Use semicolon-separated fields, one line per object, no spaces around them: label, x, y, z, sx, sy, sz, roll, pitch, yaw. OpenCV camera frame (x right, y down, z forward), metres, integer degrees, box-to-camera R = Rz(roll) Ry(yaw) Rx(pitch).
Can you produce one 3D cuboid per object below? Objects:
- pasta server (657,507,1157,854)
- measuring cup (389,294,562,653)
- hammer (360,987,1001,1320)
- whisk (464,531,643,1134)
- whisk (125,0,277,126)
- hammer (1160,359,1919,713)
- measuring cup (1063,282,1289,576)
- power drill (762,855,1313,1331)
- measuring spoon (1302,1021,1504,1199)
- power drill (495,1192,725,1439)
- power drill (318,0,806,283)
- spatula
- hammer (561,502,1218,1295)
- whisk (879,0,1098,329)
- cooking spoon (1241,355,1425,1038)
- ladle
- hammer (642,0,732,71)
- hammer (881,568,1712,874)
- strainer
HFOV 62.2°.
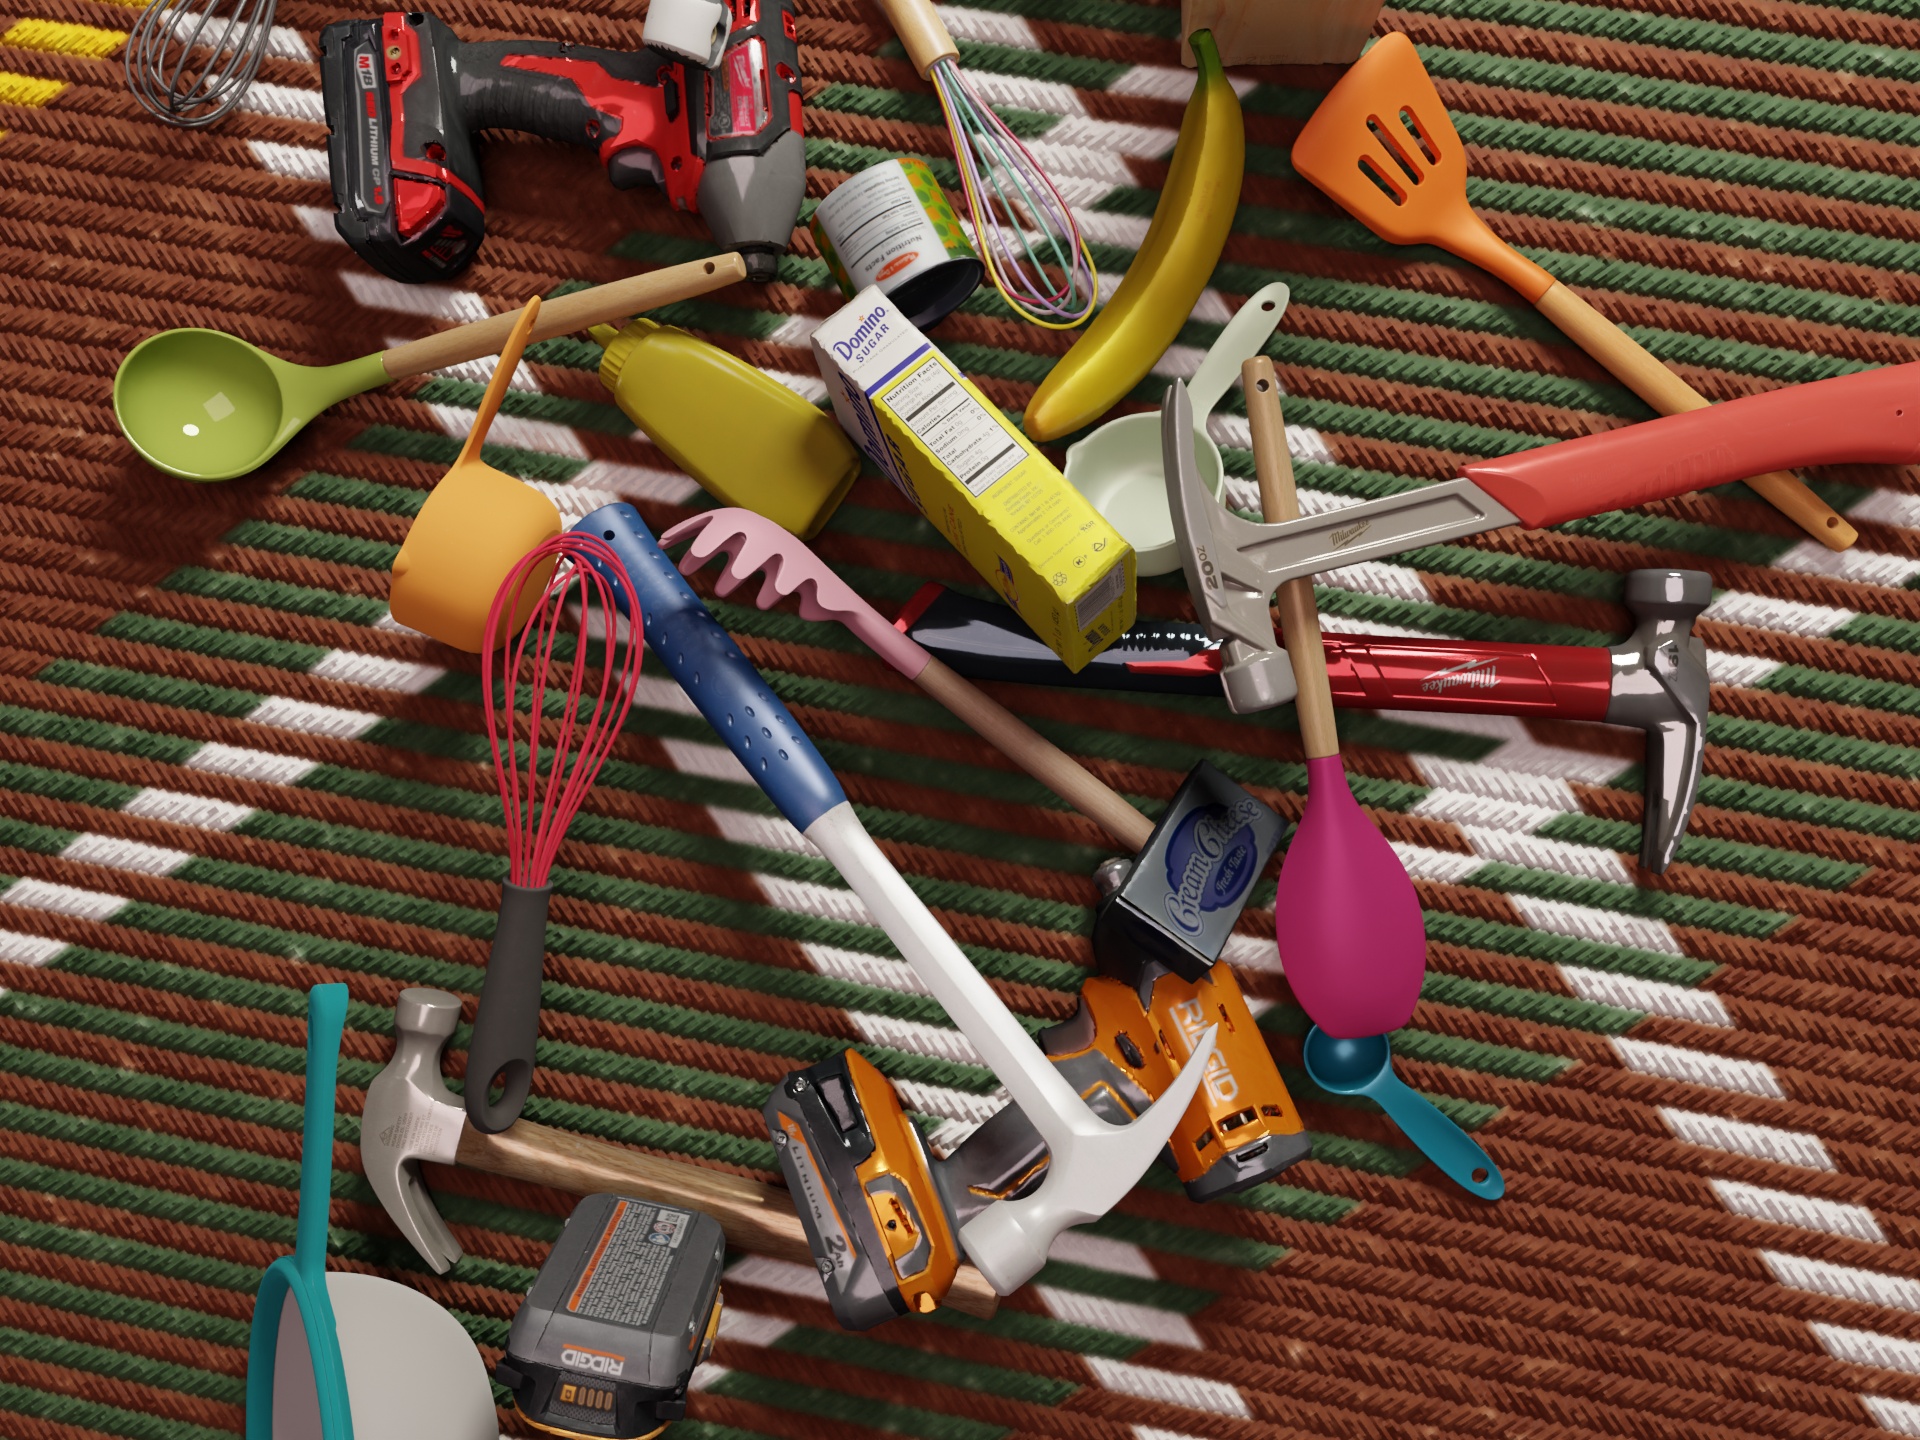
pasta server;-0.001;-0.002;0.747;0.316;0.060;0.040;37;78;-11
measuring cup;-0.211;-0.111;0.752;0.052;0.095;0.173;27;110;-3
hammer;-0.139;0.239;0.793;0.331;0.031;0.130;15;92;4
whisk;-0.200;0.057;0.744;0.073;0.073;0.295;12;101;4
whisk;-0.341;-0.404;0.792;0.055;0.055;0.239;29;88;3
hammer;0.272;-0.117;0.713;0.359;0.037;0.149;-14;93;-4
measuring cup;0.114;-0.140;0.766;0.083;0.038;0.167;28;74;25
power drill;0.028;0.171;0.746;0.226;0.084;0.164;-22;73;-3
measuring spoon;0.216;0.187;0.774;0.128;0.021;0.042;43;93;-6
power drill;-0.171;0.353;0.706;0.084;0.185;0.226;12;101;0
power drill;-0.184;-0.276;0.768;0.219;0.078;0.143;-5;91;2
spatula;0.296;-0.188;0.746;0.322;0.041;0.081;40;89;2
hammer;-0.051;0.050;0.732;0.144;0.035;0.406;-37;73;-11
whisk;-0.002;-0.297;0.768;0.047;0.051;0.245;-28;86;8
cooking spoon;0.162;-0.009;0.733;0.069;0.017;0.319;-10;93;2
ladle;-0.257;-0.180;0.762;0.320;0.062;0.078;-12;86;13
hammer;-0.268;-0.425;0.732;0.409;0.036;0.149;22;103;15
hammer;0.154;-0.011;0.762;0.386;0.038;0.143;4;93;5
strainer;-0.267;0.291;0.748;0.095;0.211;0.340;2;91;-33
